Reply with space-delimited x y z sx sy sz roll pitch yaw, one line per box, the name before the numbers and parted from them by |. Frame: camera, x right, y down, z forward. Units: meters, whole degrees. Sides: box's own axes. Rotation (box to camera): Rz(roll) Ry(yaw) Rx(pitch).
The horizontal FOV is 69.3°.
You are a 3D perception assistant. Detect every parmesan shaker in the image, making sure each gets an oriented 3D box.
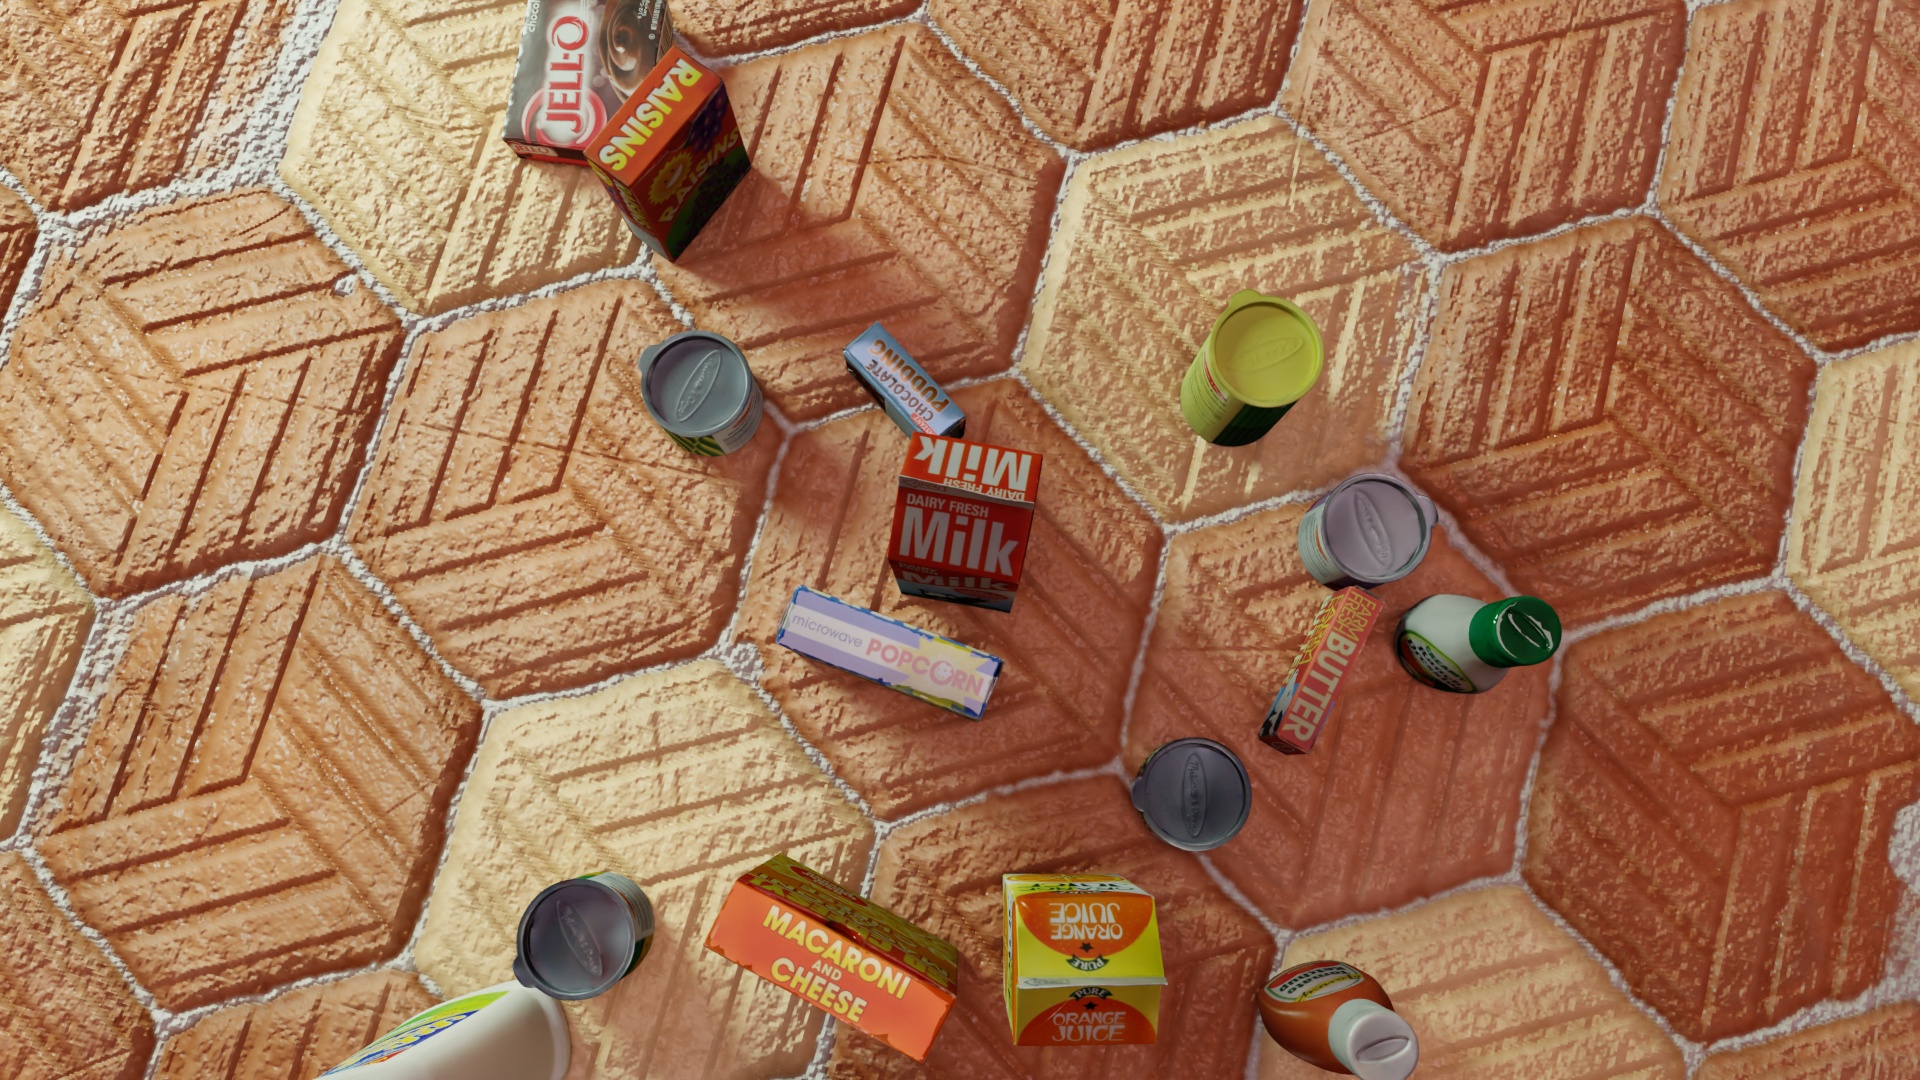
parmesan shaker | 0.173 -0.102 0.838 0.071 0.103 0.071 0 81 0

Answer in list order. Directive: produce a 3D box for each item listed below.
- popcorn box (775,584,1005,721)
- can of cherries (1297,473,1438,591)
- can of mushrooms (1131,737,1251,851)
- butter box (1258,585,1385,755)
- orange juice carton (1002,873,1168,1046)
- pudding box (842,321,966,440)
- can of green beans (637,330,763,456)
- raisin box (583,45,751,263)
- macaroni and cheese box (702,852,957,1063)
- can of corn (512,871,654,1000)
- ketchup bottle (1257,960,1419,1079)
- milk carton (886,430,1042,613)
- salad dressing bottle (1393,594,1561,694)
popcorn box | -0.040 0.068 0.816 0.127 0.085 0.038 20 81 3
can of cherries | 0.247 -0.003 0.845 0.071 0.058 0.071 0 81 -1
can of mushrooms | 0.136 0.151 0.830 0.071 0.033 0.071 0 80 -1
butter box | 0.215 0.078 0.833 0.024 0.053 0.103 29 81 4
orange juice carton | 0.061 0.221 0.737 0.072 0.192 0.073 0 81 0
pudding box | -0.035 -0.092 0.861 0.030 0.049 0.084 -42 83 -7
can of green beans | -0.158 -0.089 0.855 0.071 0.057 0.071 0 81 -1
raisin box | -0.175 -0.231 0.846 0.040 0.123 0.086 37 82 5
macaroni and cheese box | -0.063 0.218 0.749 0.124 0.166 0.040 27 82 4
can of corn | -0.217 0.228 0.801 0.071 0.058 0.071 0 81 -1
ketchup bottle | 0.208 0.262 0.754 0.065 0.148 0.043 -18 82 -3
milk carton | 0.003 -0.010 0.776 0.072 0.190 0.073 11 81 1
salad dressing bottle | 0.293 0.057 0.790 0.044 0.147 0.064 -44 84 -7
